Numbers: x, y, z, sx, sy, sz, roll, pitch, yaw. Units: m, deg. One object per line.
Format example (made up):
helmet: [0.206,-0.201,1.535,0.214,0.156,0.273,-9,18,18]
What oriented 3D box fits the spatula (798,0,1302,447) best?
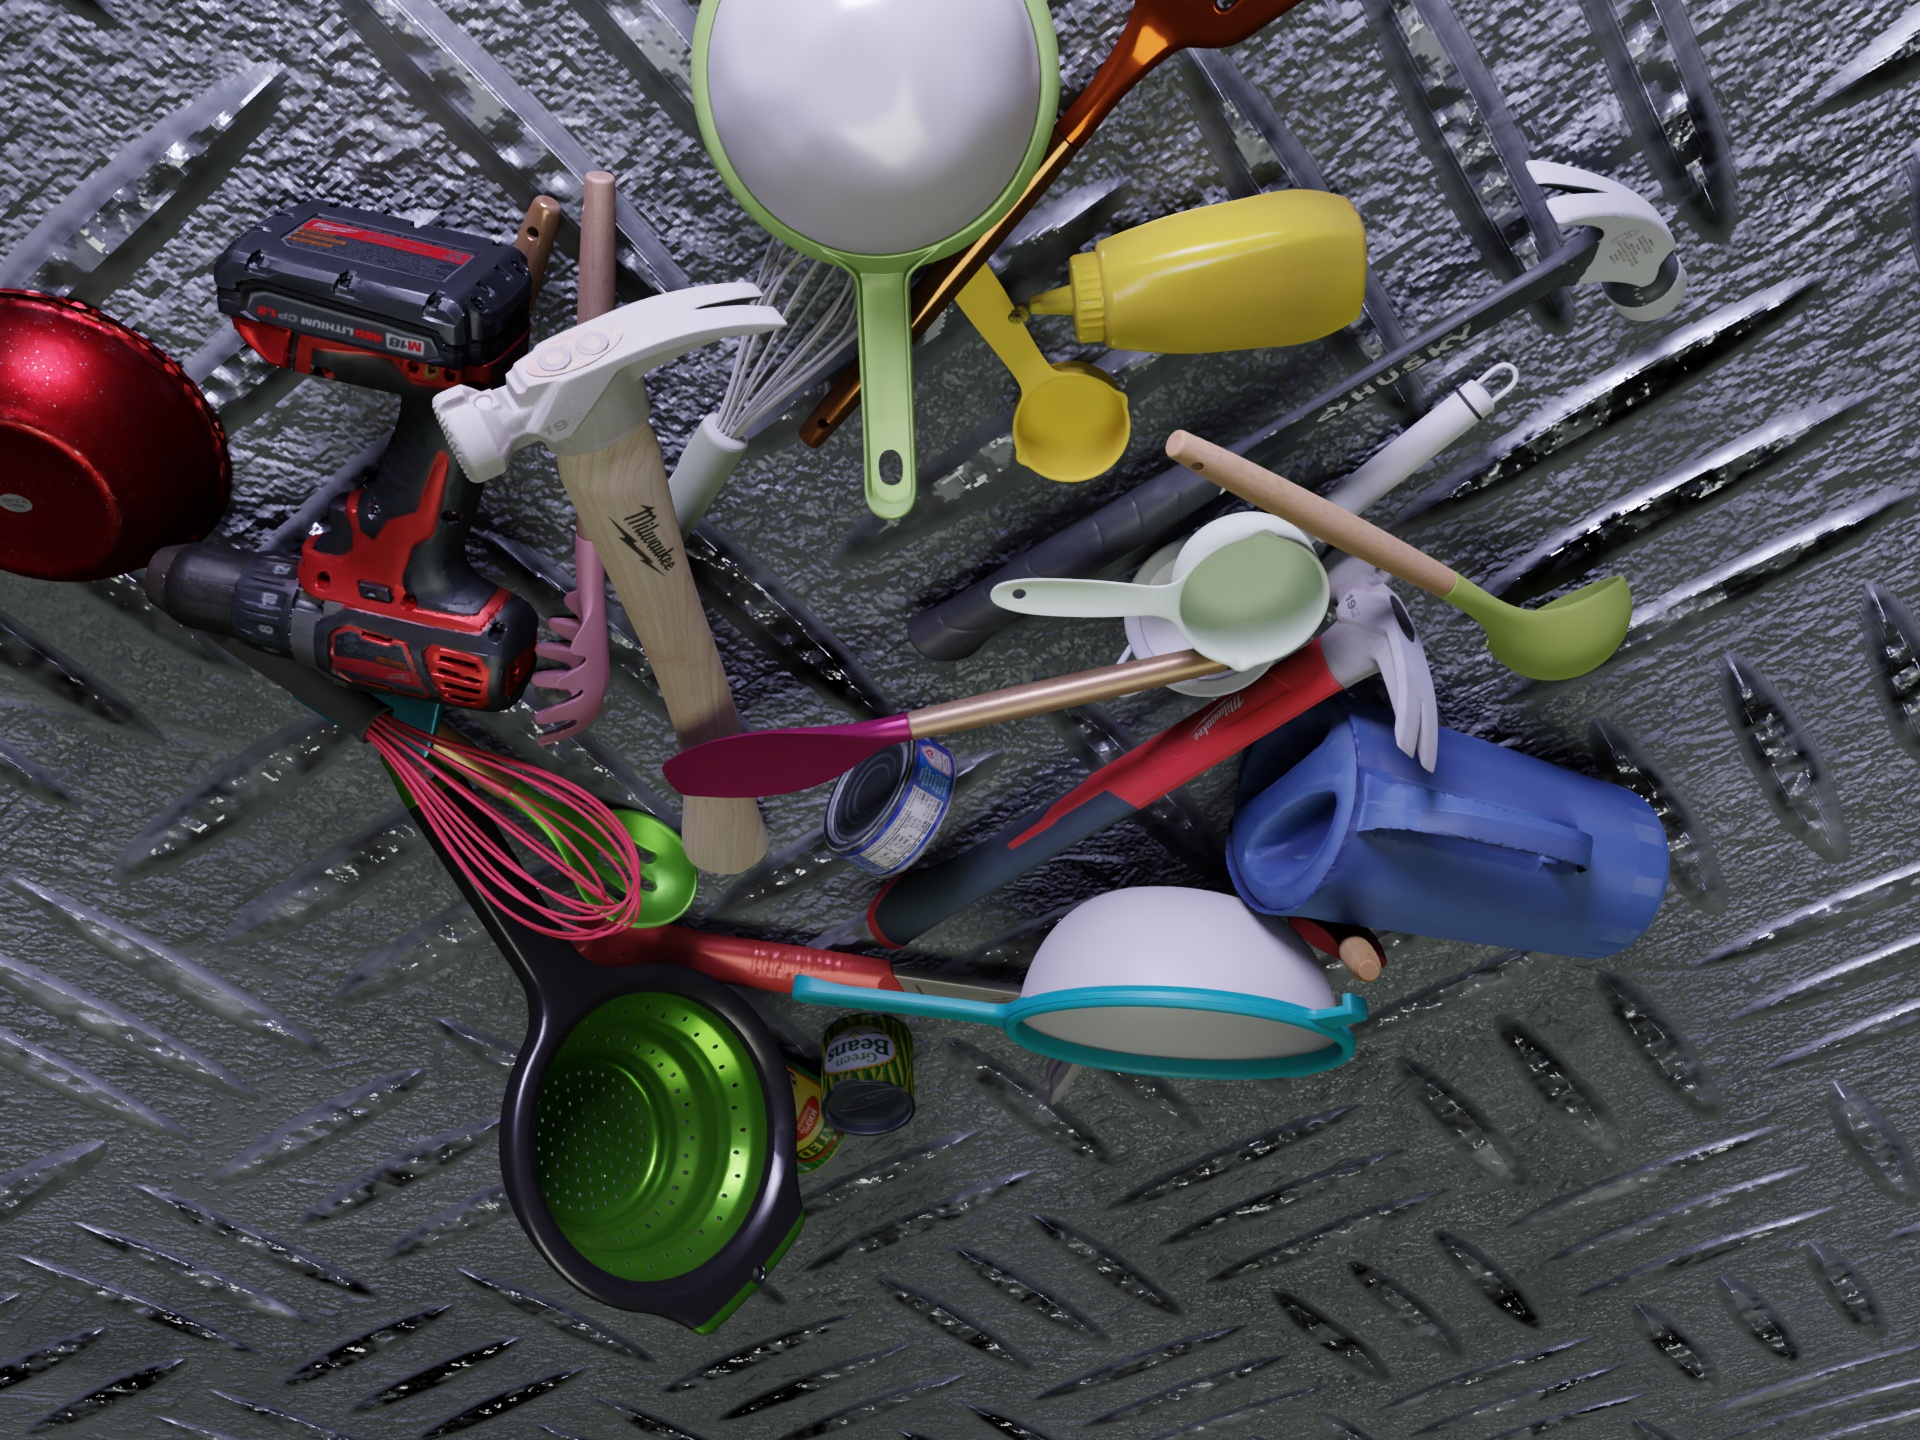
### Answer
spatula: [0.029,-0.231,0.686,0.081,0.041,0.322,38,118,-16]

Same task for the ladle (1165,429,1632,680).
ladle: [0.223,-0.088,0.792,0.320,0.062,0.078,20,150,-31]

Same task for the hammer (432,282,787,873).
hammer: [-0.134,-0.040,0.812,0.146,0.038,0.410,-27,149,-15]

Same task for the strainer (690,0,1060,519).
strainer: [-0.035,-0.201,0.643,0.151,0.069,0.256,0,111,3]

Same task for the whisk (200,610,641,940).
whisk: [-0.283,0.013,0.815,0.296,0.073,0.073,36,126,3]

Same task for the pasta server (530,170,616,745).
pasta server: [-0.190,-0.116,0.788,0.040,0.060,0.316,-2,130,-18]

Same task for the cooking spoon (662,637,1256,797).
cooking spoon: [-0.001,-0.003,0.841,0.319,0.017,0.068,-12,149,4]

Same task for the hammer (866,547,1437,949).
hammer: [0.091,0.052,0.907,0.386,0.143,0.038,-34,130,30]

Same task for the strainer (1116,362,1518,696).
strainer: [0.181,-0.097,0.830,0.258,0.050,0.087,-39,92,21]

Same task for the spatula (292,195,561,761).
spatula: [-0.253,-0.114,0.783,0.082,0.044,0.317,29,125,-5]

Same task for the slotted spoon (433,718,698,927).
slotted spoon: [-0.278,0.022,0.909,0.313,0.070,0.031,41,148,-27]

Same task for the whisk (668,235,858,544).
whisk: [-0.110,-0.145,0.767,0.059,0.058,0.246,45,126,4]

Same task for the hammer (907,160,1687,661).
hammer: [0.139,-0.130,0.771,0.409,0.036,0.149,-29,160,27]

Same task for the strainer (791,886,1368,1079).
strainer: [0.070,0.148,0.978,0.340,0.095,0.210,6,158,3]

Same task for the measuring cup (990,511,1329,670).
measuring cup: [0.098,-0.069,0.797,0.167,0.038,0.083,1,127,-1]

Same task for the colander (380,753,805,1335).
colander: [-0.247,0.188,0.970,0.094,0.204,0.397,-19,106,43]

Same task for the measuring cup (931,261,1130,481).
measuring cup: [0.026,-0.183,0.757,0.062,0.029,0.156,-29,116,20]

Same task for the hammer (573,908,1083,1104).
hammer: [-0.078,0.178,1.064,0.359,0.037,0.149,10,126,-12]

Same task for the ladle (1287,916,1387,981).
ladle: [0.227,0.133,0.928,0.069,0.315,0.031,26,91,11]

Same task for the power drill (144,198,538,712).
power drill: [-0.287,-0.114,0.733,0.188,0.080,0.226,13,125,0]
